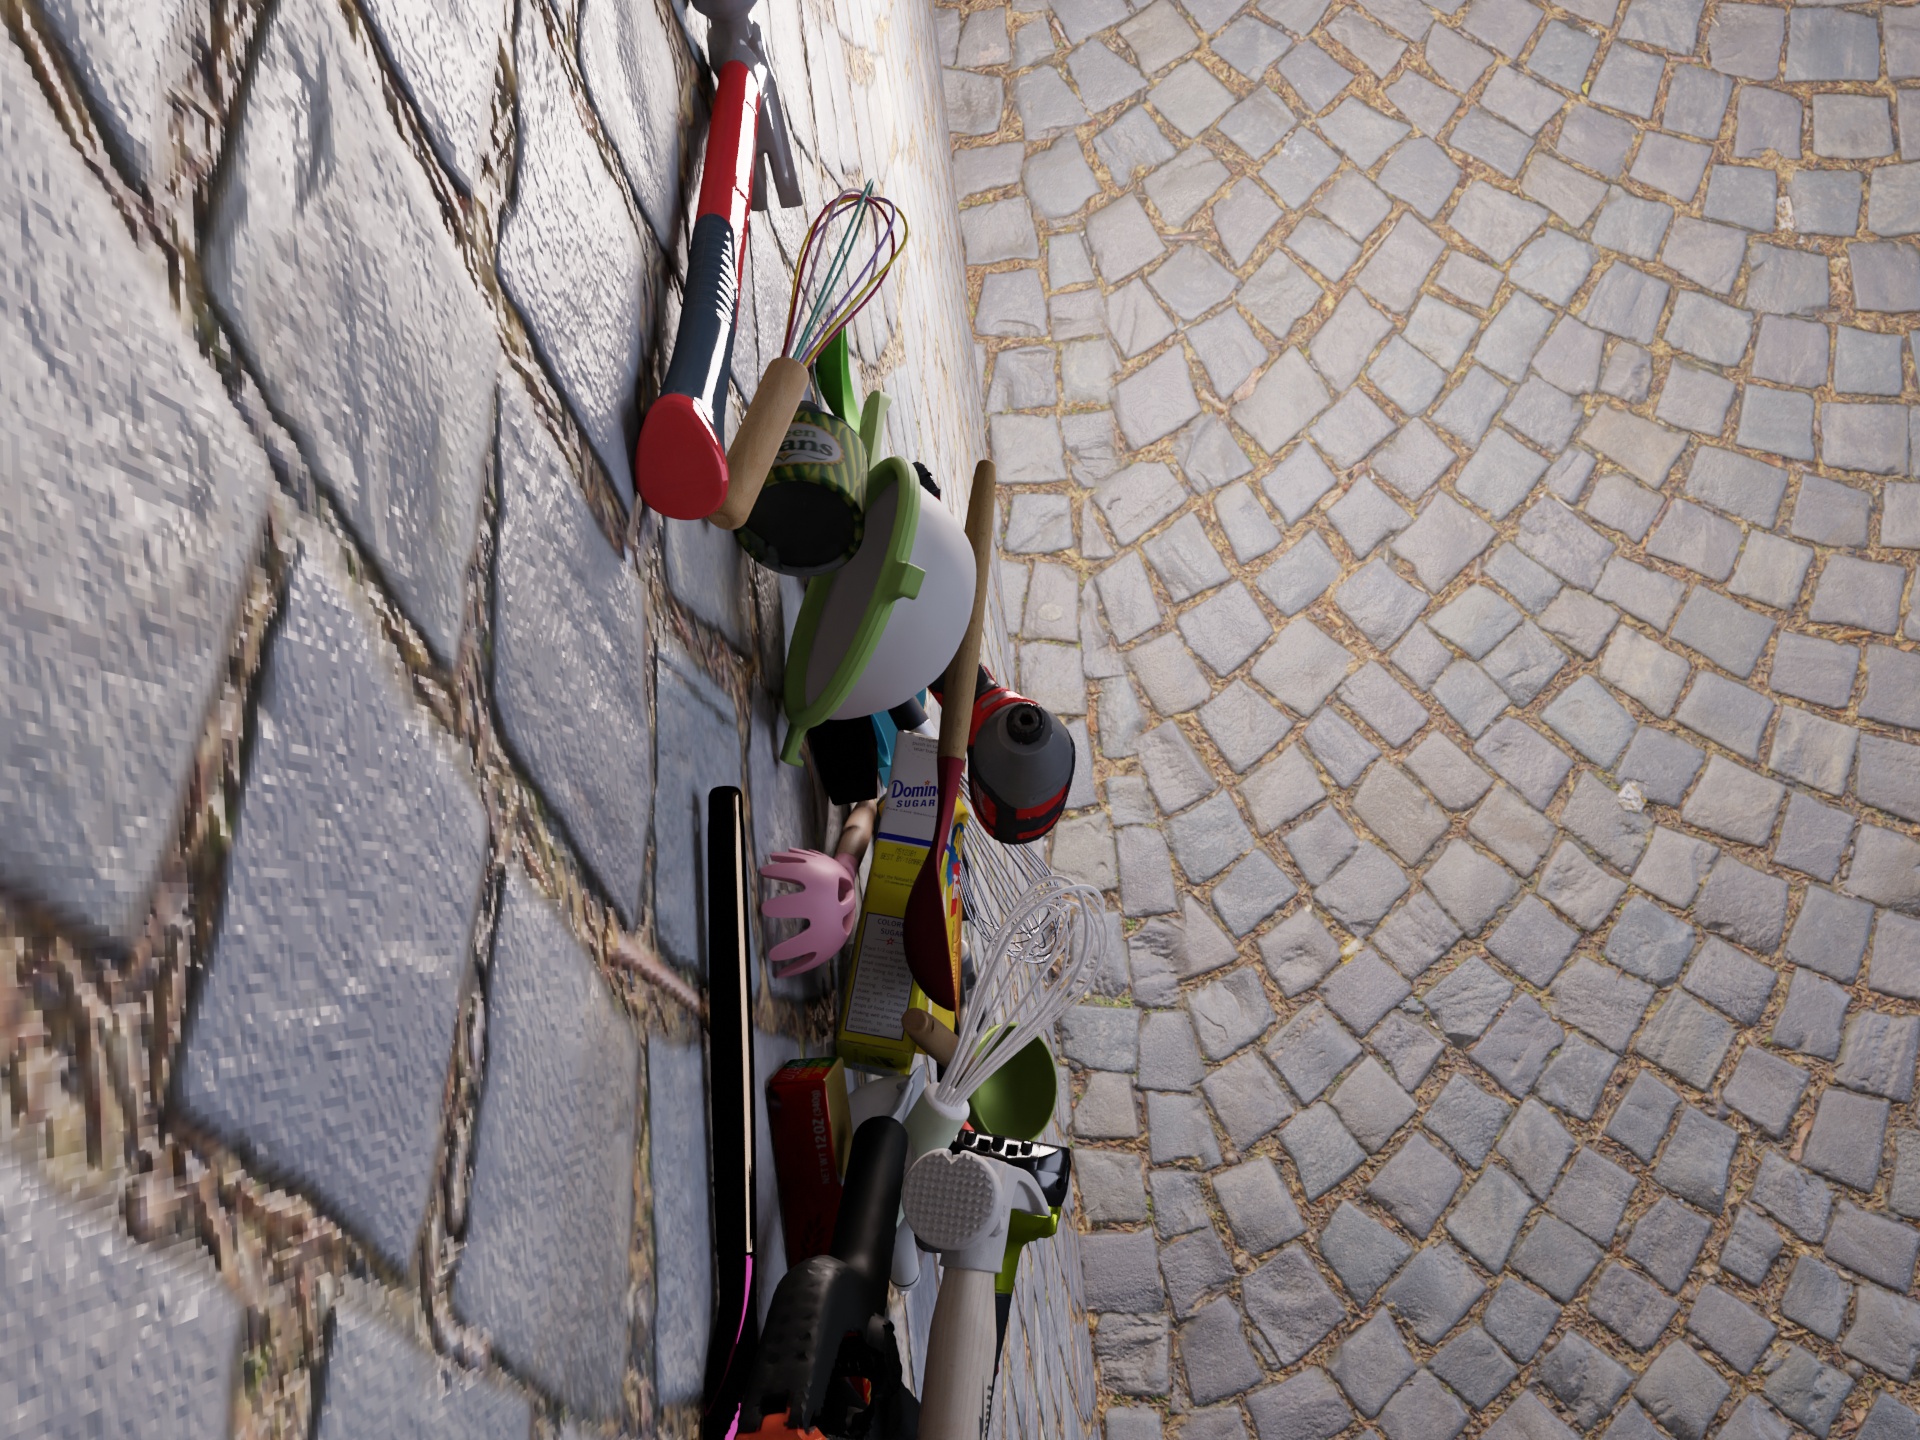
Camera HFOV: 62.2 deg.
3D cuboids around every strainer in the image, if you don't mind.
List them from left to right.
[{"bbox_3d":[-0.041,0.263,0.883,0.258,0.050,0.087,86,27,-47],"label":"strainer"},{"bbox_3d":[-0.033,-0.095,0.873,0.151,0.069,0.257,-53,-157,39],"label":"strainer"}]

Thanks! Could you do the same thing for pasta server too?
[{"bbox_3d":[-0.071,0.077,0.901,0.316,0.040,0.060,-86,168,-83],"label":"pasta server"}]

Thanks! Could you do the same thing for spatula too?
[{"bbox_3d":[-0.054,-0.072,1.289,0.318,0.044,0.082,-97,177,-55],"label":"spatula"}]

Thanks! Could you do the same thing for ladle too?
[{"bbox_3d":[-0.001,-0.003,0.847,0.069,0.031,0.316,96,1,-67],"label":"ladle"},{"bbox_3d":[0.012,0.192,0.896,0.320,0.062,0.078,67,27,-70],"label":"ladle"}]

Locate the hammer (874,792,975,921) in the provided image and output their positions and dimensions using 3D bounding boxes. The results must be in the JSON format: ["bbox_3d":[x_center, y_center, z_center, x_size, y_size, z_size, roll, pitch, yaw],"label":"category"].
[{"bbox_3d":[-0.027,0.094,1.272,0.334,0.035,0.146,39,44,-82],"label":"hammer"}]

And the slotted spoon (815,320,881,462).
[{"bbox_3d":[-0.055,-0.161,1.195,0.070,0.031,0.313,-90,166,-46],"label":"slotted spoon"}]

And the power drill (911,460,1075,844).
[{"bbox_3d":[-0.004,-0.038,0.955,0.220,0.078,0.143,59,-11,19],"label":"power drill"}]

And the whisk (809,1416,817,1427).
[{"bbox_3d":[-0.041,0.388,0.687,0.055,0.055,0.239,-72,150,-77],"label":"whisk"}]

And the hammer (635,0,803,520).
[{"bbox_3d":[-0.113,-0.220,0.771,0.143,0.038,0.387,79,6,-47],"label":"hammer"}]

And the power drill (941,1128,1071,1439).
[{"bbox_3d":[0.006,0.348,0.886,0.190,0.080,0.229,77,23,-74],"label":"power drill"}]

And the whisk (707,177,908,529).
[{"bbox_3d":[-0.076,-0.190,0.799,0.051,0.047,0.245,-41,-154,52],"label":"whisk"}]

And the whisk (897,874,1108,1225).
[{"bbox_3d":[-0.003,0.175,0.754,0.059,0.246,0.058,12,25,-45],"label":"whisk"}]

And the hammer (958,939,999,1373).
[{"bbox_3d":[0.008,0.358,1.287,0.359,0.036,0.149,-92,172,-47],"label":"hammer"}]

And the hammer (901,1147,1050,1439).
[{"bbox_3d":[-0.012,0.381,0.614,0.146,0.038,0.411,57,38,-67],"label":"hammer"}]

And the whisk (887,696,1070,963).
[{"bbox_3d":[-0.012,0.039,1.060,0.284,0.070,0.070,60,7,-4],"label":"whisk"}]

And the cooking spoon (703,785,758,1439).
[{"bbox_3d":[-0.087,0.180,0.616,0.068,0.017,0.319,67,18,-72],"label":"cooking spoon"}]

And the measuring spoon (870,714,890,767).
[{"bbox_3d":[-0.076,-0.004,1.020,0.128,0.021,0.042,54,16,-60],"label":"measuring spoon"}]

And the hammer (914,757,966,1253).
[{"bbox_3d":[-0.010,0.191,1.126,0.127,0.034,0.337,-10,100,-84],"label":"hammer"}]
